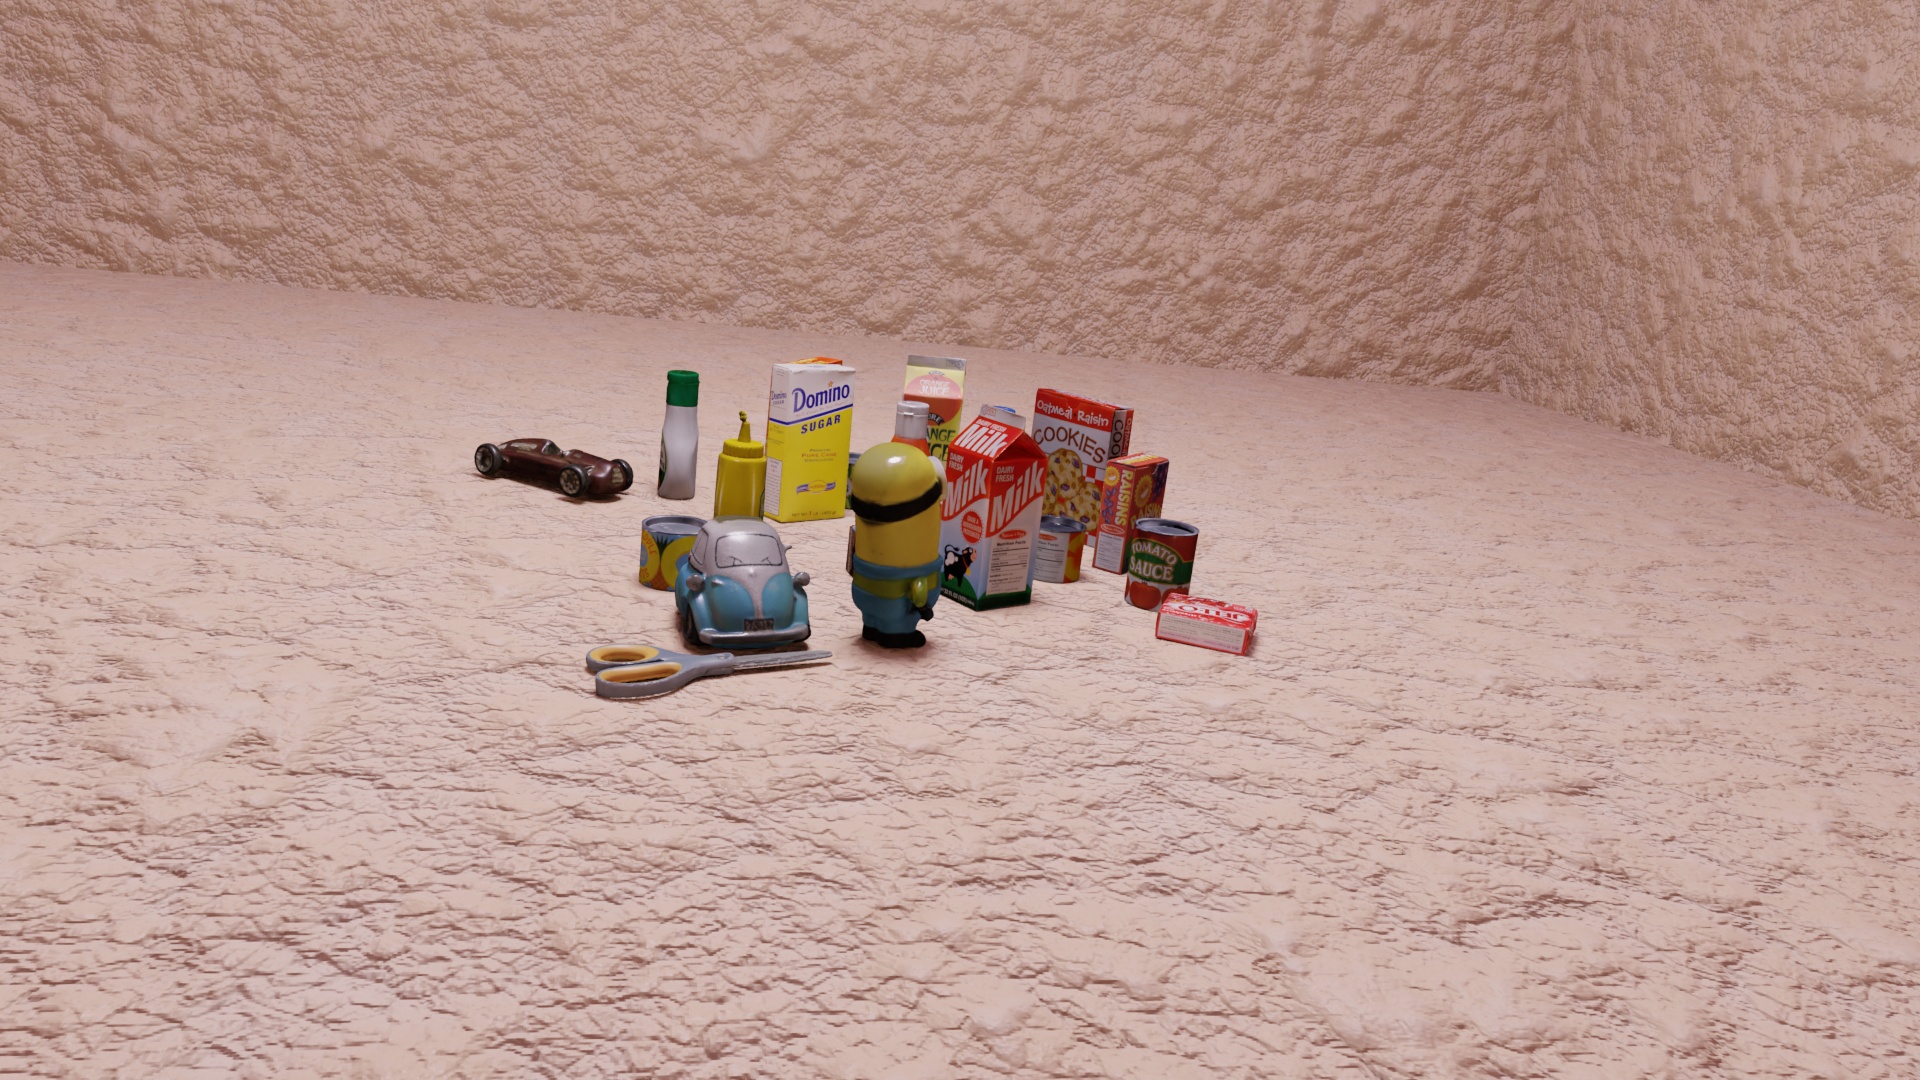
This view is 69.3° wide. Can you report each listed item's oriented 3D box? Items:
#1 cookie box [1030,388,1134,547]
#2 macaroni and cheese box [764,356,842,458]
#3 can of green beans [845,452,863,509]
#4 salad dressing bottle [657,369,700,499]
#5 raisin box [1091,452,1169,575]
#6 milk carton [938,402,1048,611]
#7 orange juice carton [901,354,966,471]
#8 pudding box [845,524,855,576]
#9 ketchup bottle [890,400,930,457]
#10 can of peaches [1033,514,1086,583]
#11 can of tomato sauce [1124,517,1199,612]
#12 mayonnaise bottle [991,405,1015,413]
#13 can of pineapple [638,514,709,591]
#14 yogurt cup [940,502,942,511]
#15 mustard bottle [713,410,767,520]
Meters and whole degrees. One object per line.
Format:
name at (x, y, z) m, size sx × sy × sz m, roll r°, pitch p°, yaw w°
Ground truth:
cookie box at (0.136, -0.088, 1.648) m, size 0.040 × 0.167 × 0.123 m, roll -8°, pitch 20°, yaw -45°
macaroni and cheese box at (-0.192, -0.134, 1.682) m, size 0.040 × 0.166 × 0.124 m, roll 11°, pitch 15°, yaw 18°
can of green beans at (-0.128, -0.072, 1.689) m, size 0.071 × 0.057 × 0.071 m, roll 6°, pitch 15°, yaw -2°
salad dressing bottle at (-0.328, -0.124, 1.621) m, size 0.044 × 0.147 × 0.064 m, roll 3°, pitch 15°, yaw -12°
raisin box at (0.190, -0.031, 1.544) m, size 0.040 × 0.123 × 0.086 m, roll 16°, pitch 17°, yaw 32°
milk carton at (0.031, -0.035, 1.357) m, size 0.073 × 0.190 × 0.072 m, roll -5°, pitch 18°, yaw -38°
orange juice carton at (-0.038, -0.126, 1.666) m, size 0.072 × 0.192 × 0.073 m, roll 6°, pitch 14°, yaw -2°
pudding box at (-0.072, 0.011, 1.416) m, size 0.084 × 0.049 × 0.030 m, roll 1°, pitch 15°, yaw -19°
ketchup bottle at (-0.061, -0.083, 1.580) m, size 0.065 × 0.148 × 0.044 m, roll 9°, pitch 14°, yaw 11°
can of peaches at (0.099, 0.009, 1.483) m, size 0.071 × 0.058 × 0.071 m, roll 6°, pitch 15°, yaw -2°
can of tomato sauce at (0.204, 0.025, 1.418) m, size 0.071 × 0.082 × 0.071 m, roll 6°, pitch 14°, yaw -2°
mayonnaise bottle at (0.037, -0.081, 1.619) m, size 0.065 × 0.147 × 0.041 m, roll 7°, pitch 14°, yaw 2°
can of pineapple at (-0.271, 0.012, 1.311) m, size 0.071 × 0.057 × 0.071 m, roll 6°, pitch 15°, yaw -2°
yogurt cup at (0.006, -0.020, 1.556) m, size 0.072 × 0.053 × 0.072 m, roll 6°, pitch 15°, yaw -2°
mustard bottle at (-0.215, -0.047, 1.357) m, size 0.049 × 0.159 × 0.065 m, roll 5°, pitch 14°, yaw -7°
